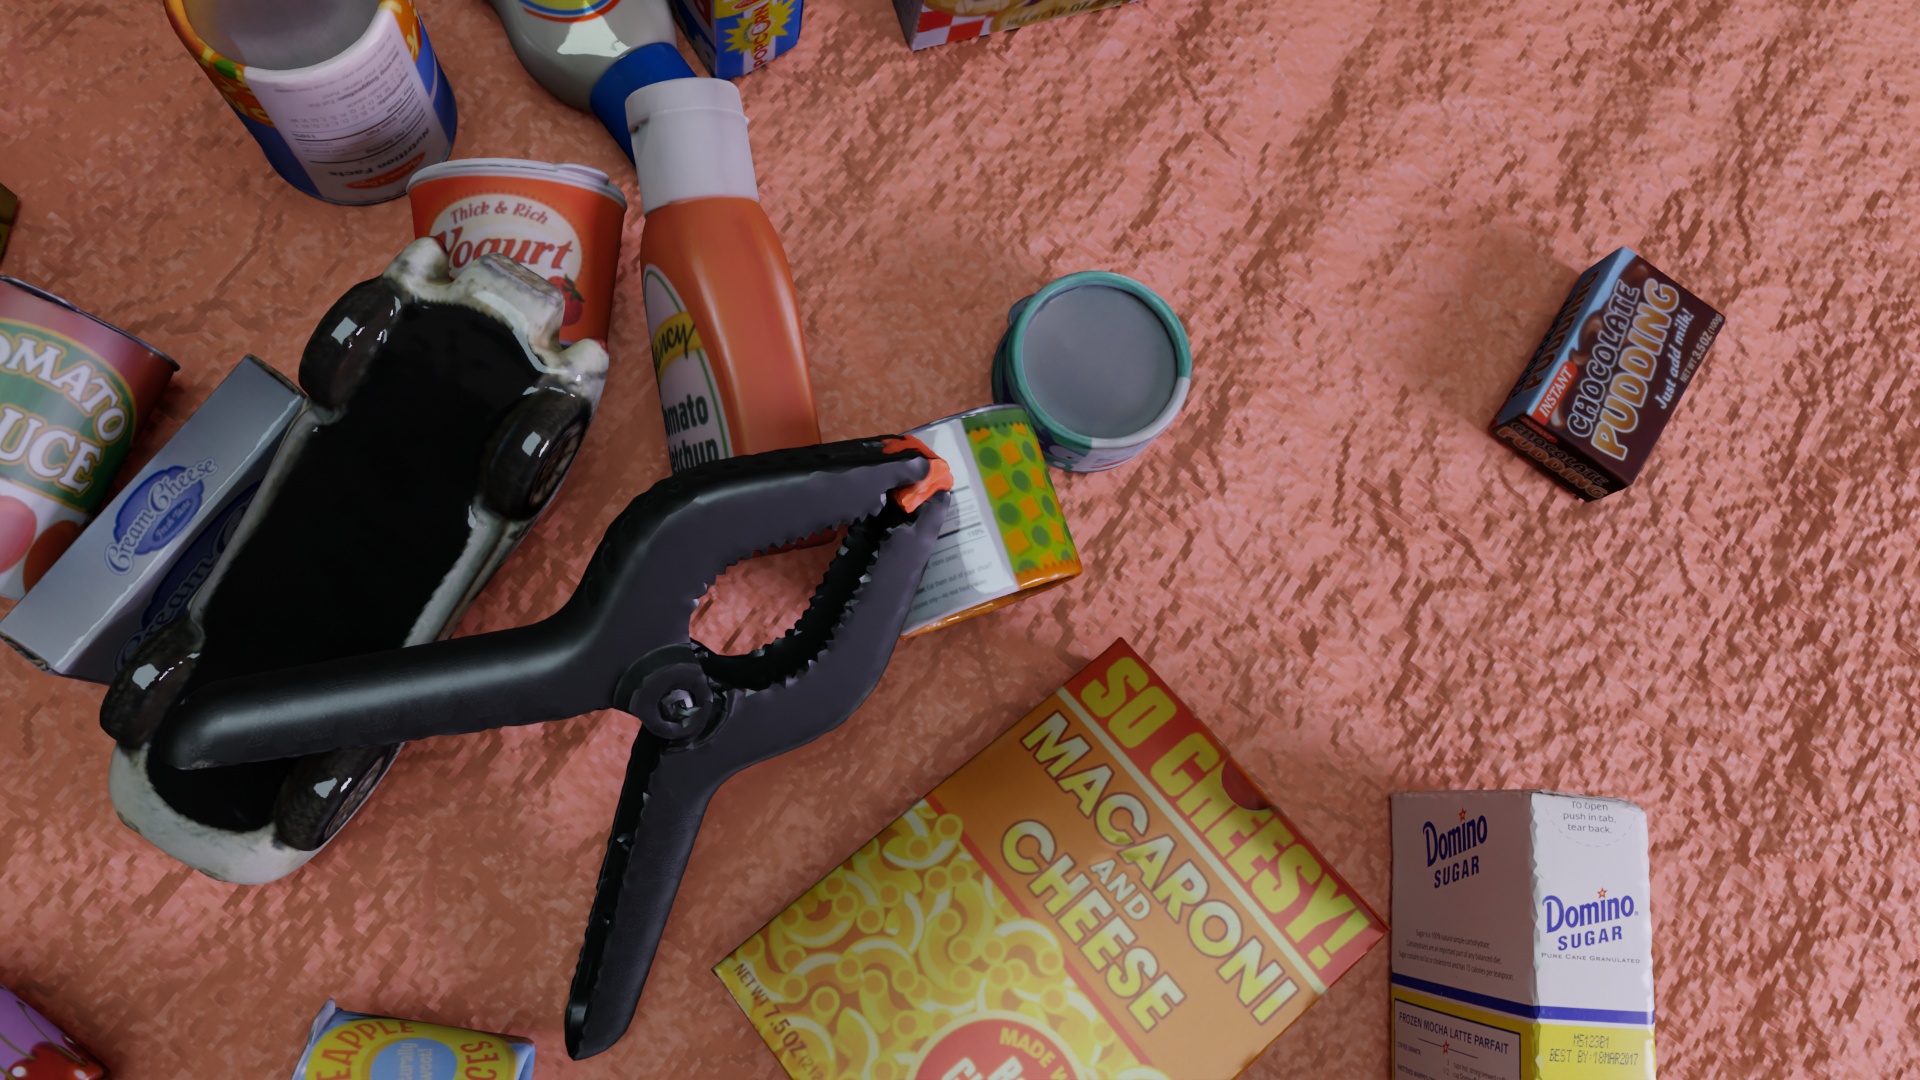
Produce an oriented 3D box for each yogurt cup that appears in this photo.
[{"bbox_3d":[-0.143,-0.087,0.448,0.072,0.072,0.054,0,87,-9],"label":"yogurt cup"}]

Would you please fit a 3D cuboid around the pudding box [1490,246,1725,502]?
[{"bbox_3d":[0.243,-0.063,0.522,0.049,0.030,0.084,36,75,0],"label":"pudding box"}]

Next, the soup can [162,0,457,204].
[{"bbox_3d":[-0.204,-0.157,0.441,0.071,0.083,0.071,2,79,-8],"label":"soup can"}]

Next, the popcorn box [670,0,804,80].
[{"bbox_3d":[-0.099,-0.234,0.473,0.038,0.085,0.127,-30,85,-12],"label":"popcorn box"}]

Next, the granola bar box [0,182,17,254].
[{"bbox_3d":[-0.359,-0.121,0.367,0.124,0.165,0.039,13,80,-6],"label":"granola bar box"}]

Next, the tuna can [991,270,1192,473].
[{"bbox_3d":[0.044,-0.061,0.488,0.071,0.032,0.071,2,79,-9],"label":"tuna can"}]

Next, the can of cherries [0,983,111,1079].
[{"bbox_3d":[-0.279,0.154,0.373,0.058,0.071,0.071,39,76,-1],"label":"can of cherries"}]

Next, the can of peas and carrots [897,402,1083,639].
[{"bbox_3d":[0.002,-0.006,0.455,0.071,0.071,0.059,-18,83,-12],"label":"can of peas and carrots"}]

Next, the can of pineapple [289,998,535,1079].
[{"bbox_3d":[-0.157,0.169,0.391,0.058,0.071,0.071,11,78,-8],"label":"can of pineapple"}]

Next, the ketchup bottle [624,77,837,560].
[{"bbox_3d":[-0.075,-0.068,0.442,0.044,0.064,0.148,-11,92,-32],"label":"ketchup bottle"}]

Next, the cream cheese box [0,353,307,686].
[{"bbox_3d":[-0.233,-0.004,0.421,0.024,0.053,0.104,35,76,2],"label":"cream cheese box"}]

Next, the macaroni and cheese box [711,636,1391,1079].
[{"bbox_3d":[0.029,0.129,0.430,0.167,0.040,0.124,-37,72,-14],"label":"macaroni and cheese box"}]

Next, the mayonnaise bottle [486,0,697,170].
[{"bbox_3d":[-0.134,-0.189,0.480,0.065,0.041,0.148,-36,87,-14],"label":"mayonnaise bottle"}]

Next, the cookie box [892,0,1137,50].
[{"bbox_3d":[0.045,-0.234,0.454,0.123,0.167,0.040,-17,82,-12],"label":"cookie box"}]

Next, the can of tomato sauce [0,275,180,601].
[{"bbox_3d":[-0.284,-0.030,0.410,0.071,0.071,0.083,22,77,-4],"label":"can of tomato sauce"}]
